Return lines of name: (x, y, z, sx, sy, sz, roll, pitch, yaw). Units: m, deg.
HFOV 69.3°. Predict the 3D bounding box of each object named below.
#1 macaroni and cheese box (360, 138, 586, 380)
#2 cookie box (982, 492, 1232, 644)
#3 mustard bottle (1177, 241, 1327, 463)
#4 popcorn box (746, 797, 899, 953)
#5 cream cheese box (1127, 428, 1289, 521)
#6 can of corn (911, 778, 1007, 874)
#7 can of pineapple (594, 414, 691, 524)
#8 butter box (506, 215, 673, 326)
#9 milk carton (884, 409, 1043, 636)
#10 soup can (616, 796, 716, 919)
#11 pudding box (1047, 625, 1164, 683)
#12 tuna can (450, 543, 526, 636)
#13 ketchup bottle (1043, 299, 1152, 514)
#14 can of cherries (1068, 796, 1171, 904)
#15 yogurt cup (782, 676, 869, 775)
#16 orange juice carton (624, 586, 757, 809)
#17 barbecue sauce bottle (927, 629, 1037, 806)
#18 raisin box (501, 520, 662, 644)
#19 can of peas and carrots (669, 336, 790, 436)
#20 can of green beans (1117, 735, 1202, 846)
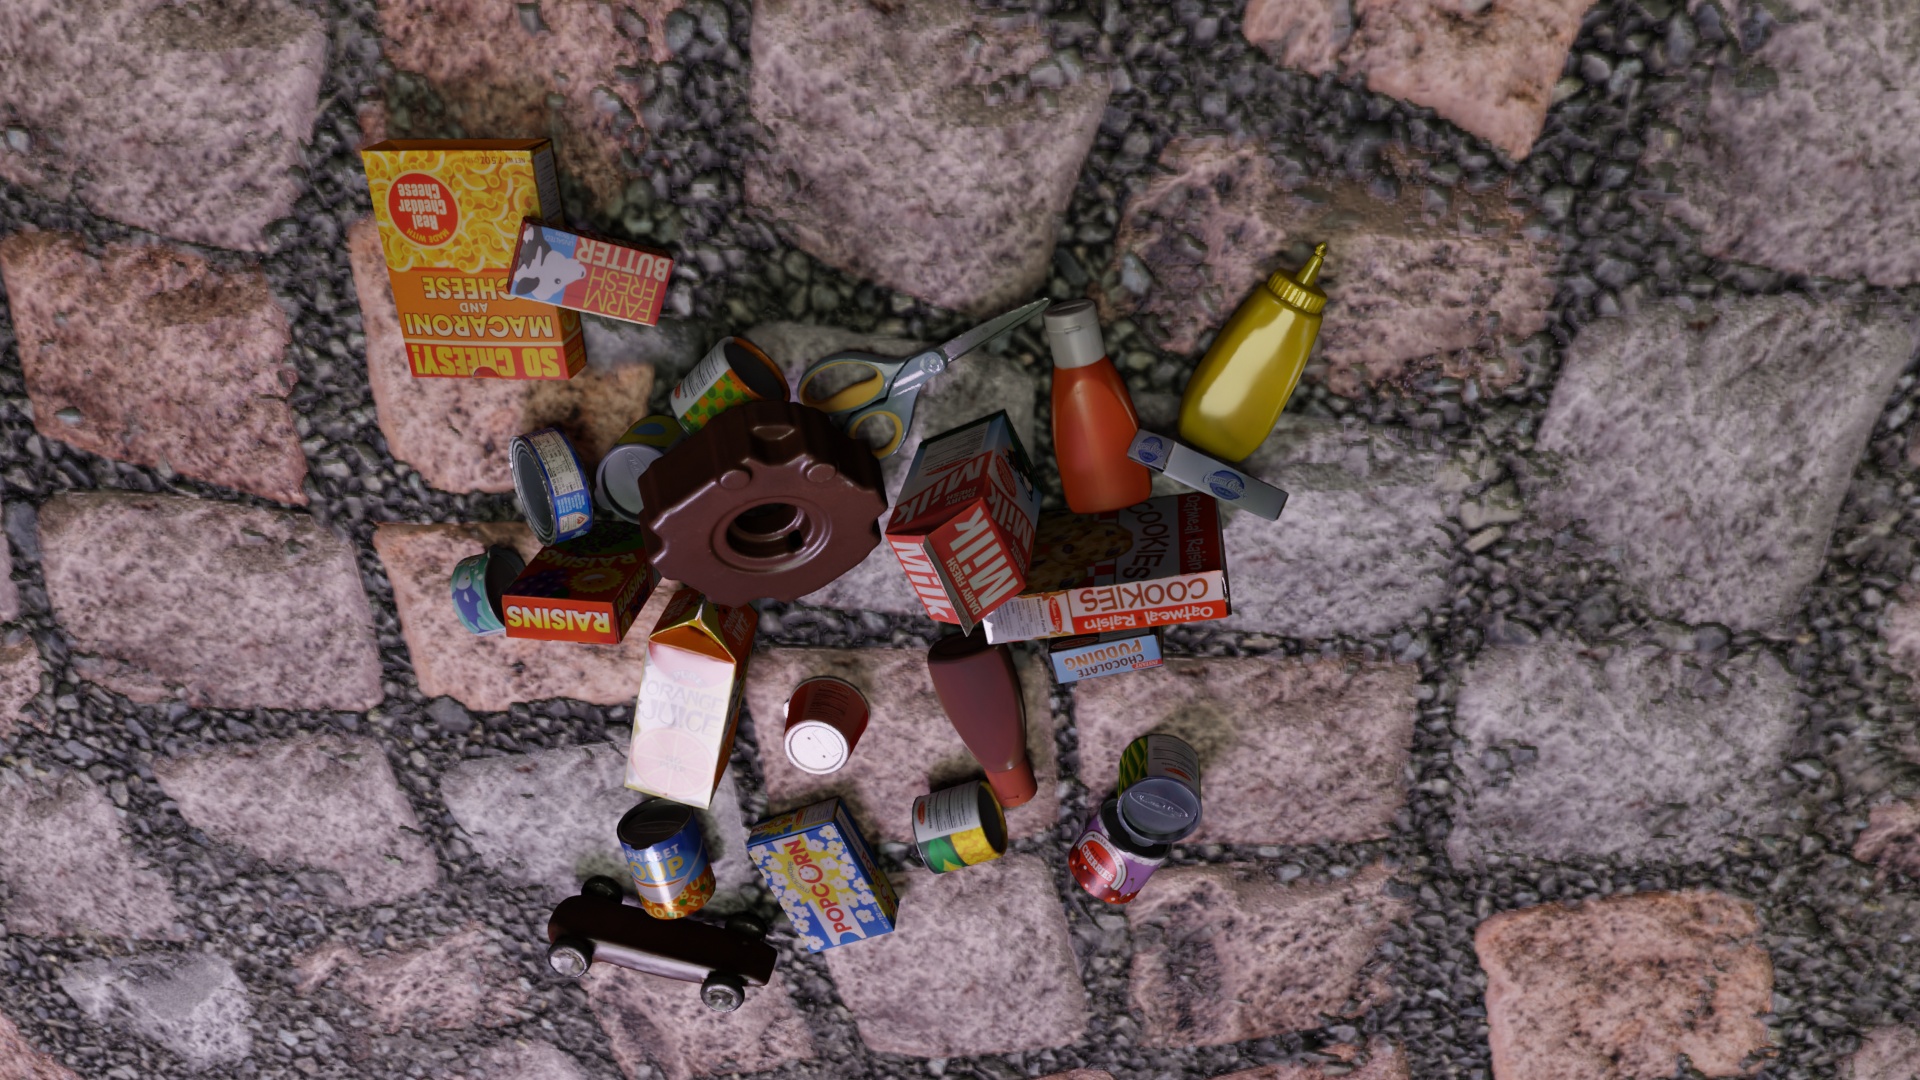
macaroni and cheese box: (-0.342, -0.197, 0.985, 0.124, 0.040, 0.165, 2, 117, 8)
cookie box: (0.103, 0.018, 0.985, 0.167, 0.123, 0.040, -7, 117, 11)
mustard bottle: (0.206, -0.131, 0.938, 0.065, 0.049, 0.159, 26, 117, -6)
popcorn box: (-0.118, 0.290, 1.202, 0.085, 0.038, 0.126, -19, 112, 16)
cream cheese box: (0.171, -0.045, 0.964, 0.104, 0.053, 0.024, 21, 96, -25)
can of corn: (0.001, 0.236, 1.144, 0.058, 0.071, 0.071, -19, 113, 17)
can of pineapple: (-0.231, -0.053, 1.033, 0.071, 0.058, 0.070, 3, 117, 7)
butter box: (-0.256, -0.185, 0.961, 0.103, 0.024, 0.053, 9, 111, -28)
milk carton: (0.003, -0.012, 0.945, 0.073, 0.191, 0.072, -20, 112, 17)
soup can: (-0.253, 0.274, 1.194, 0.071, 0.072, 0.083, -6, 116, 11)
pudding box: (0.111, 0.079, 1.056, 0.083, 0.050, 0.030, -11, 113, 12)
tuna can: (-0.369, 0.039, 1.095, 0.033, 0.071, 0.070, -12, 115, 14)
ketchup bottle: (0.091, -0.093, 0.975, 0.065, 0.044, 0.148, -11, 114, 8)
can of cherries: (0.127, 0.253, 1.131, 0.071, 0.072, 0.058, 27, 118, -6)
yogurt cup: (-0.111, 0.152, 1.123, 0.072, 0.054, 0.072, 3, 117, 6)
orange juice carton: (-0.211, 0.112, 1.106, 0.073, 0.072, 0.191, 15, 118, -1)
barbecue sauce bottle: (0.024, 0.144, 1.105, 0.065, 0.044, 0.148, -13, 115, 14)
raisin box: (-0.279, 0.030, 1.045, 0.086, 0.124, 0.040, 4, 117, 6)
can of peas and carrots: (-0.162, -0.102, 0.995, 0.071, 0.071, 0.058, 43, 114, -14)
can of green beans: (0.158, 0.197, 1.105, 0.071, 0.058, 0.071, 3, 117, 6)
